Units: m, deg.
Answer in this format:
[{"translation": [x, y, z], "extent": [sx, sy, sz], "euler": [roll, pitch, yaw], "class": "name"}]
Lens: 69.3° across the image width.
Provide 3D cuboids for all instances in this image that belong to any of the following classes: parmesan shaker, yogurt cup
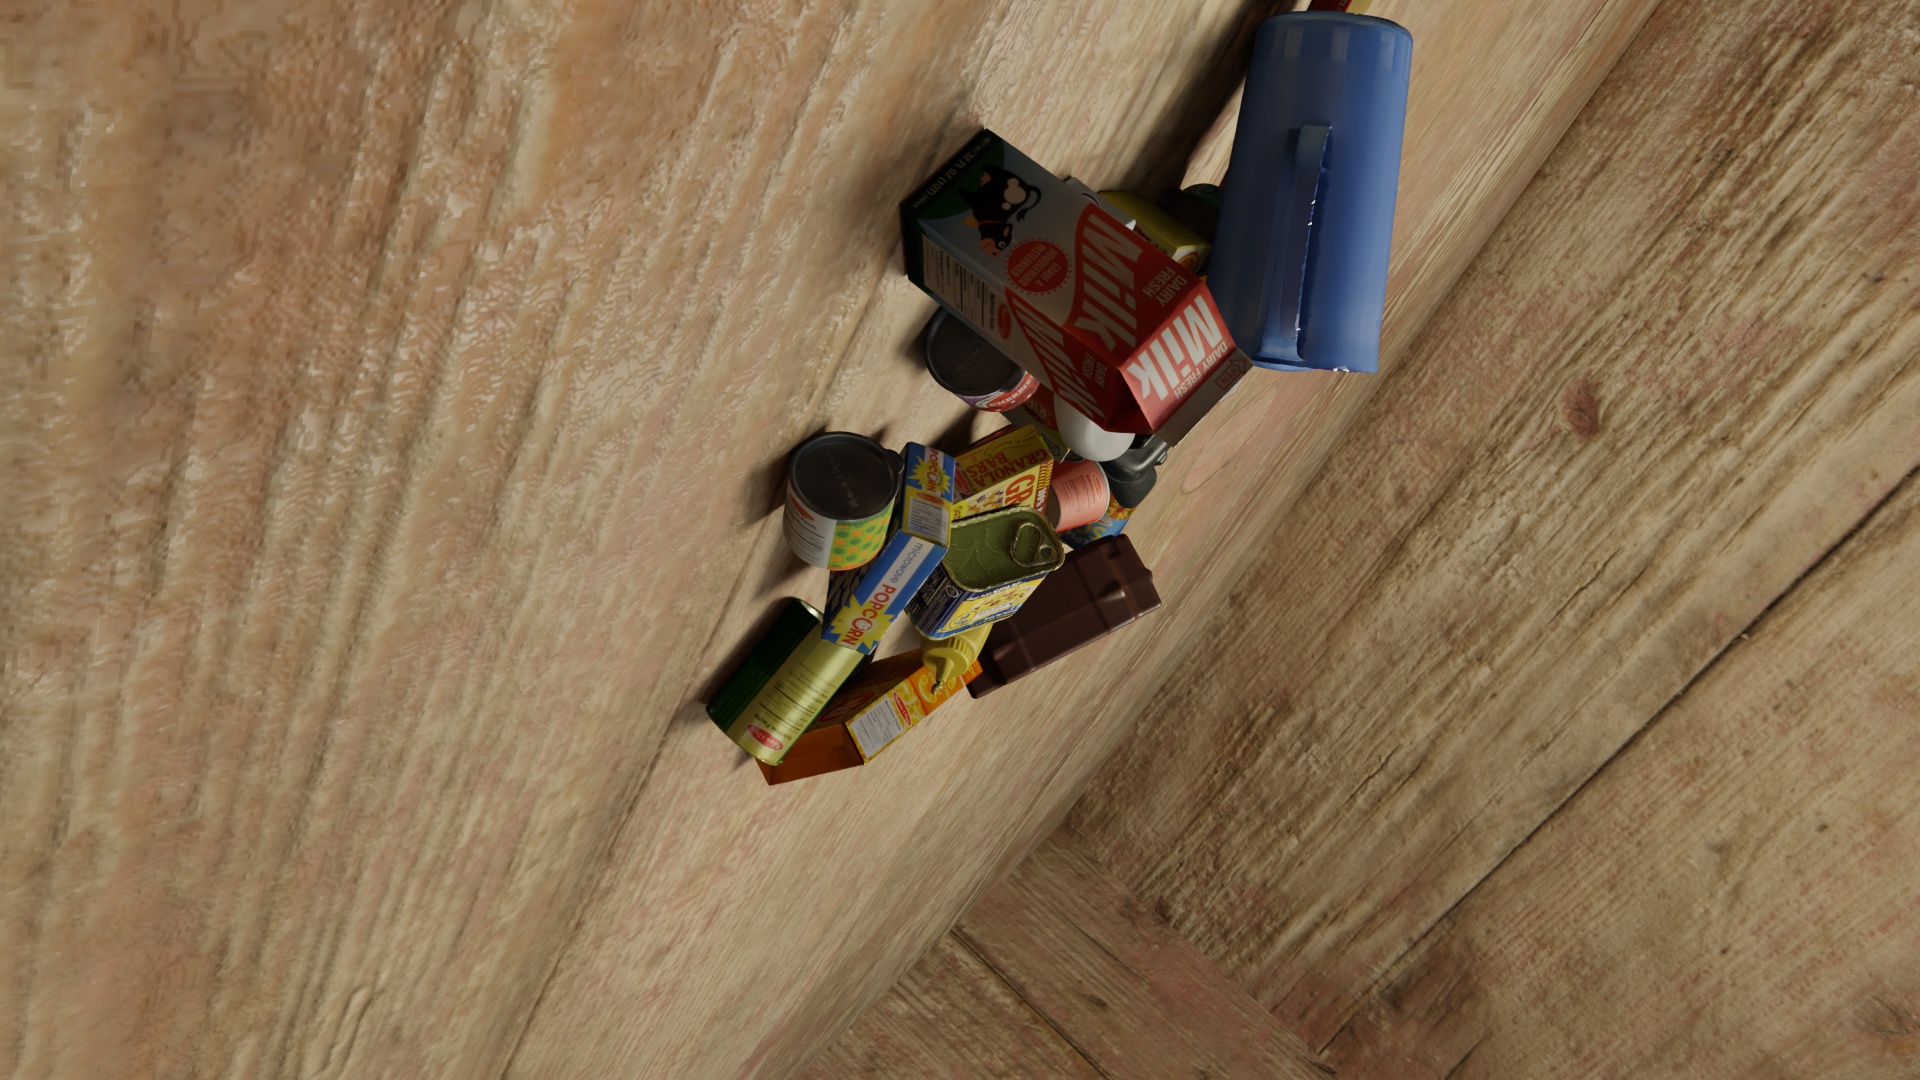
[{"translation": [-0.123, 0.102, 0.997], "extent": [0.103, 0.071, 0.071], "euler": [-51, 164, -1], "class": "parmesan shaker"}, {"translation": [0.082, -0.039, 1.159], "extent": [0.054, 0.072, 0.072], "euler": [-24, 151, -37], "class": "yogurt cup"}]

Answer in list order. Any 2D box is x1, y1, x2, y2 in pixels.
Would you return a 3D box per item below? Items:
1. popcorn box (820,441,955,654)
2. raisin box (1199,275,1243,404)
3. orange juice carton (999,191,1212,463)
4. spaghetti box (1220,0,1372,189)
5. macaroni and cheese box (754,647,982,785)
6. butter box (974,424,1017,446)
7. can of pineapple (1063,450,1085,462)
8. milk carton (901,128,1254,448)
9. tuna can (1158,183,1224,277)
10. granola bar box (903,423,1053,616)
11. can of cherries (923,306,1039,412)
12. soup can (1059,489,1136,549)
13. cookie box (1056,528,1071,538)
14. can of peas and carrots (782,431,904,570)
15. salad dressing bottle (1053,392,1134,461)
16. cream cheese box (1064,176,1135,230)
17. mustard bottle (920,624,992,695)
[{"translation": [-0.049, 0.006, 0.933], "extent": [0.126, 0.038, 0.085], "euler": [-53, -156, 40], "class": "popcorn box"}, {"translation": [0.236, -0.199, 1.267], "extent": [0.040, 0.086, 0.122], "euler": [-30, 155, -40], "class": "raisin box"}, {"translation": [0.094, -0.152, 1.008], "extent": [0.073, 0.072, 0.191], "euler": [-23, 149, -57], "class": "orange juice carton"}, {"translation": [0.264, -0.350, 1.103], "extent": [0.050, 0.029, 0.248], "euler": [-36, 159, -40], "class": "spaghetti box"}, {"translation": [-0.077, 0.142, 1.168], "extent": [0.123, 0.040, 0.167], "euler": [-20, -172, 42], "class": "macaroni and cheese box"}, {"translation": [0.037, -0.067, 1.135], "extent": [0.104, 0.024, 0.052], "euler": [-30, 156, -51], "class": "butter box"}, {"translation": [0.085, -0.105, 1.097], "extent": [0.058, 0.071, 0.070], "euler": [-54, 166, -17], "class": "can of pineapple"}, {"translation": [0.062, -0.129, 0.749], "extent": [0.072, 0.191, 0.073], "euler": [-45, 164, -16], "class": "milk carton"}, {"translation": [0.181, -0.240, 1.064], "extent": [0.033, 0.071, 0.070], "euler": [-37, 160, -41], "class": "tuna can"}, {"translation": [0.004, -0.013, 1.074], "extent": [0.124, 0.039, 0.164], "euler": [-25, 158, -13], "class": "granola bar box"}, {"translation": [0.018, -0.116, 0.880], "extent": [0.071, 0.071, 0.058], "euler": [-51, 165, 5], "class": "can of cherries"}, {"translation": [0.141, -0.035, 1.423], "extent": [0.071, 0.071, 0.083], "euler": [-29, 154, -52], "class": "soup can"}, {"translation": [0.069, -0.031, 1.277], "extent": [0.168, 0.040, 0.122], "euler": [-33, 157, -46], "class": "cookie box"}, {"translation": [-0.072, -0.025, 0.849], "extent": [0.071, 0.071, 0.058], "euler": [-40, 162, -31], "class": "can of peas and carrots"}, {"translation": [0.084, -0.109, 0.916], "extent": [0.064, 0.044, 0.147], "euler": [-56, 152, -18], "class": "salad dressing bottle"}, {"translation": [0.058, -0.186, 0.863], "extent": [0.104, 0.053, 0.024], "euler": [-39, 162, -35], "class": "cream cheese box"}, {"translation": [-0.002, 0.064, 1.155], "extent": [0.048, 0.065, 0.161], "euler": [105, 0, -46], "class": "mustard bottle"}]
